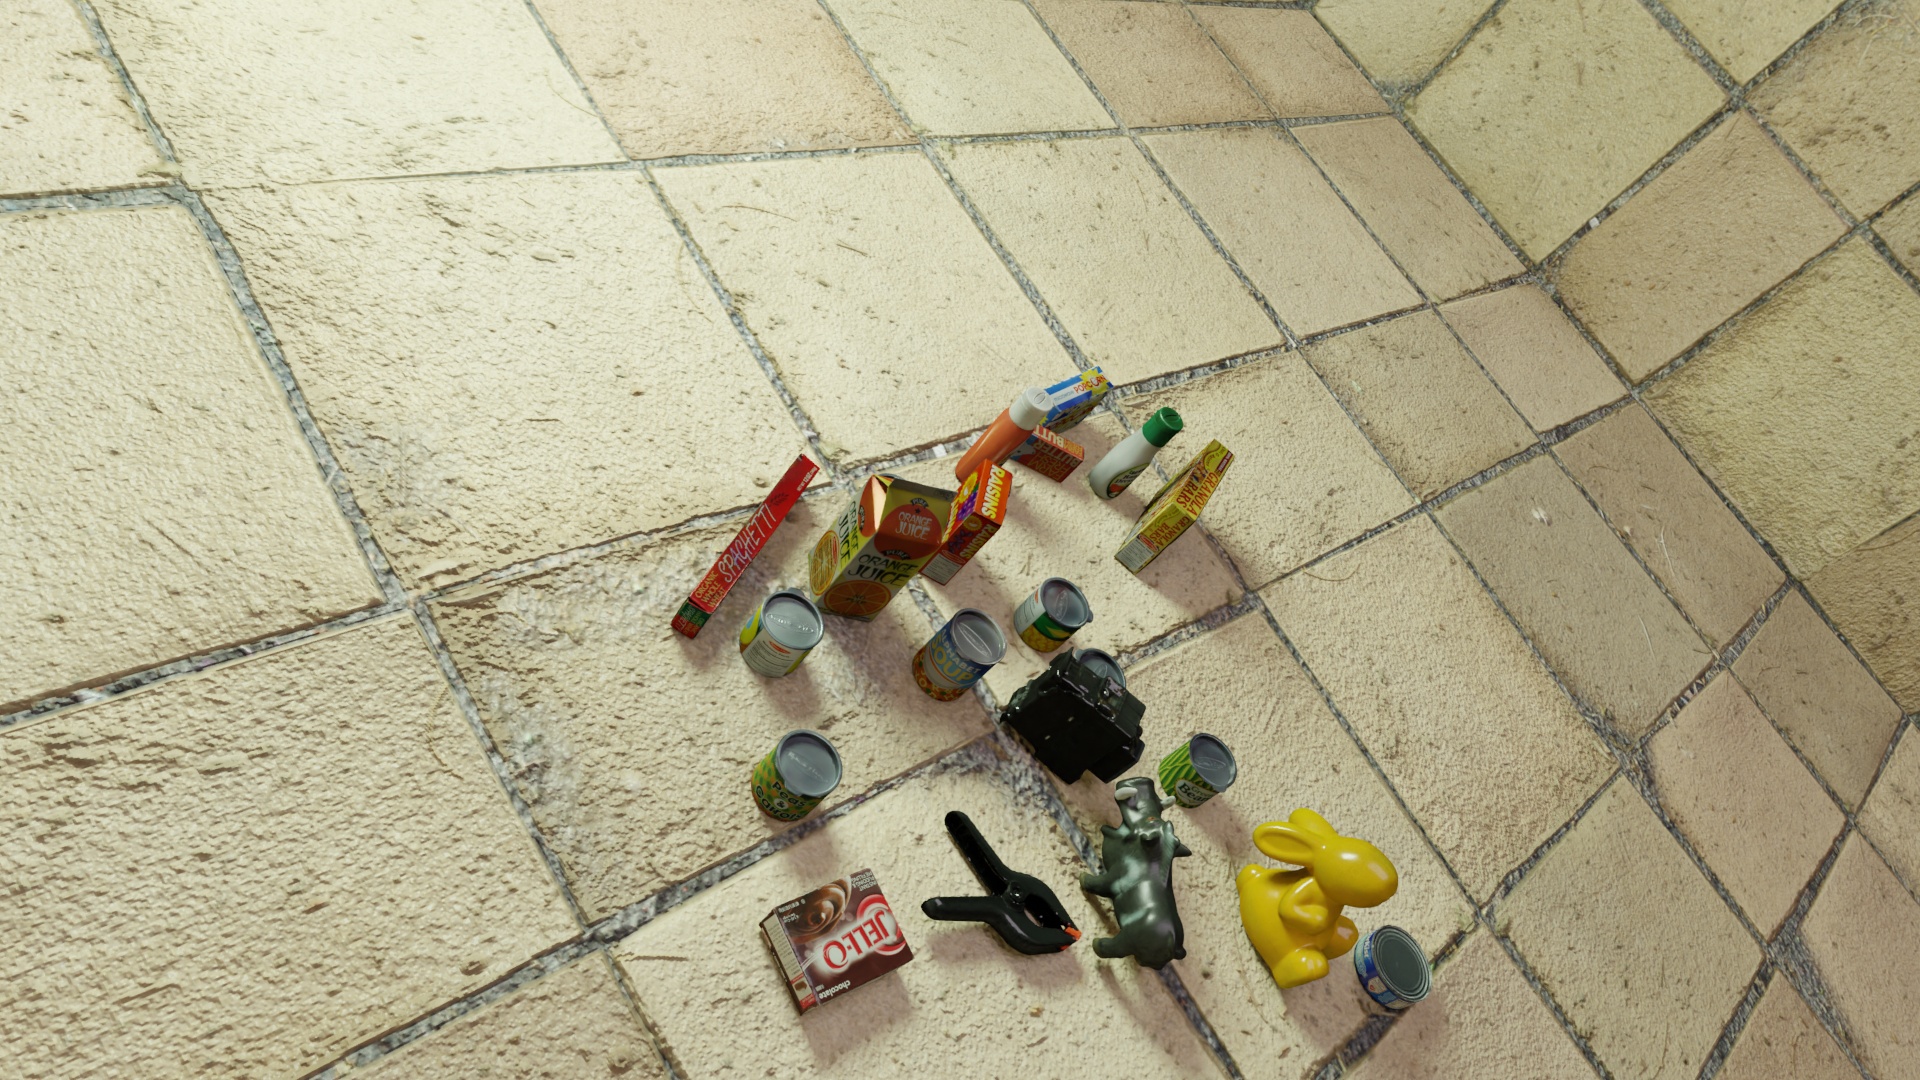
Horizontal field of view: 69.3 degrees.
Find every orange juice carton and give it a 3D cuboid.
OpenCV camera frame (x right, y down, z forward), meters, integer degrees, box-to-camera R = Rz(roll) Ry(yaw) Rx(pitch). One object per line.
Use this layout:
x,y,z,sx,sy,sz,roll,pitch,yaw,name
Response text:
-0.079,-0.001,1.386,0.072,0.191,0.073,14,49,-28,orange juice carton

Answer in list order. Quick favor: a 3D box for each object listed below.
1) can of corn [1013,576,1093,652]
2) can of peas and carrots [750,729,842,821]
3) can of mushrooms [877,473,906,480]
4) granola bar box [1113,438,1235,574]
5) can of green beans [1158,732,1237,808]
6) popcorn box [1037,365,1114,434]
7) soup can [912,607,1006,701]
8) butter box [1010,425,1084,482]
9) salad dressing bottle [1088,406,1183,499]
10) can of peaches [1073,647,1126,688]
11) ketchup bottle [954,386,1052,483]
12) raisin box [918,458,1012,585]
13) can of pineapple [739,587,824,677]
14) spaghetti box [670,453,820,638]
0.104,0.085,1.552,0.071,0.058,0.071,20,47,-23,can of corn
-0.150,0.215,1.258,0.071,0.058,0.071,20,47,-23,can of peas and carrots
-0.077,-0.037,1.534,0.071,0.033,0.071,20,47,-23,can of mushrooms
0.268,-0.043,1.729,0.039,0.123,0.166,42,42,-1,granola bar box
0.261,0.255,1.532,0.071,0.057,0.071,20,47,-23,can of green beans
0.127,-0.168,1.754,0.127,0.084,0.038,-28,76,-46,popcorn box
-0.004,0.119,1.425,0.071,0.083,0.072,20,47,-23,soup can
0.096,-0.113,1.710,0.103,0.053,0.024,25,45,-19,butter box
0.219,-0.109,1.728,0.064,0.147,0.044,-10,63,-41,salad dressing bottle
0.136,0.158,1.517,0.071,0.057,0.071,20,47,-23,can of peaches
0.052,-0.121,1.613,0.043,0.148,0.065,44,42,1,ketchup bottle
0.005,-0.019,1.515,0.040,0.122,0.086,29,44,-15,raisin box
-0.173,0.089,1.343,0.071,0.057,0.071,20,47,-23,can of pineapple
-0.212,0.002,1.390,0.028,0.050,0.251,37,43,-7,spaghetti box
